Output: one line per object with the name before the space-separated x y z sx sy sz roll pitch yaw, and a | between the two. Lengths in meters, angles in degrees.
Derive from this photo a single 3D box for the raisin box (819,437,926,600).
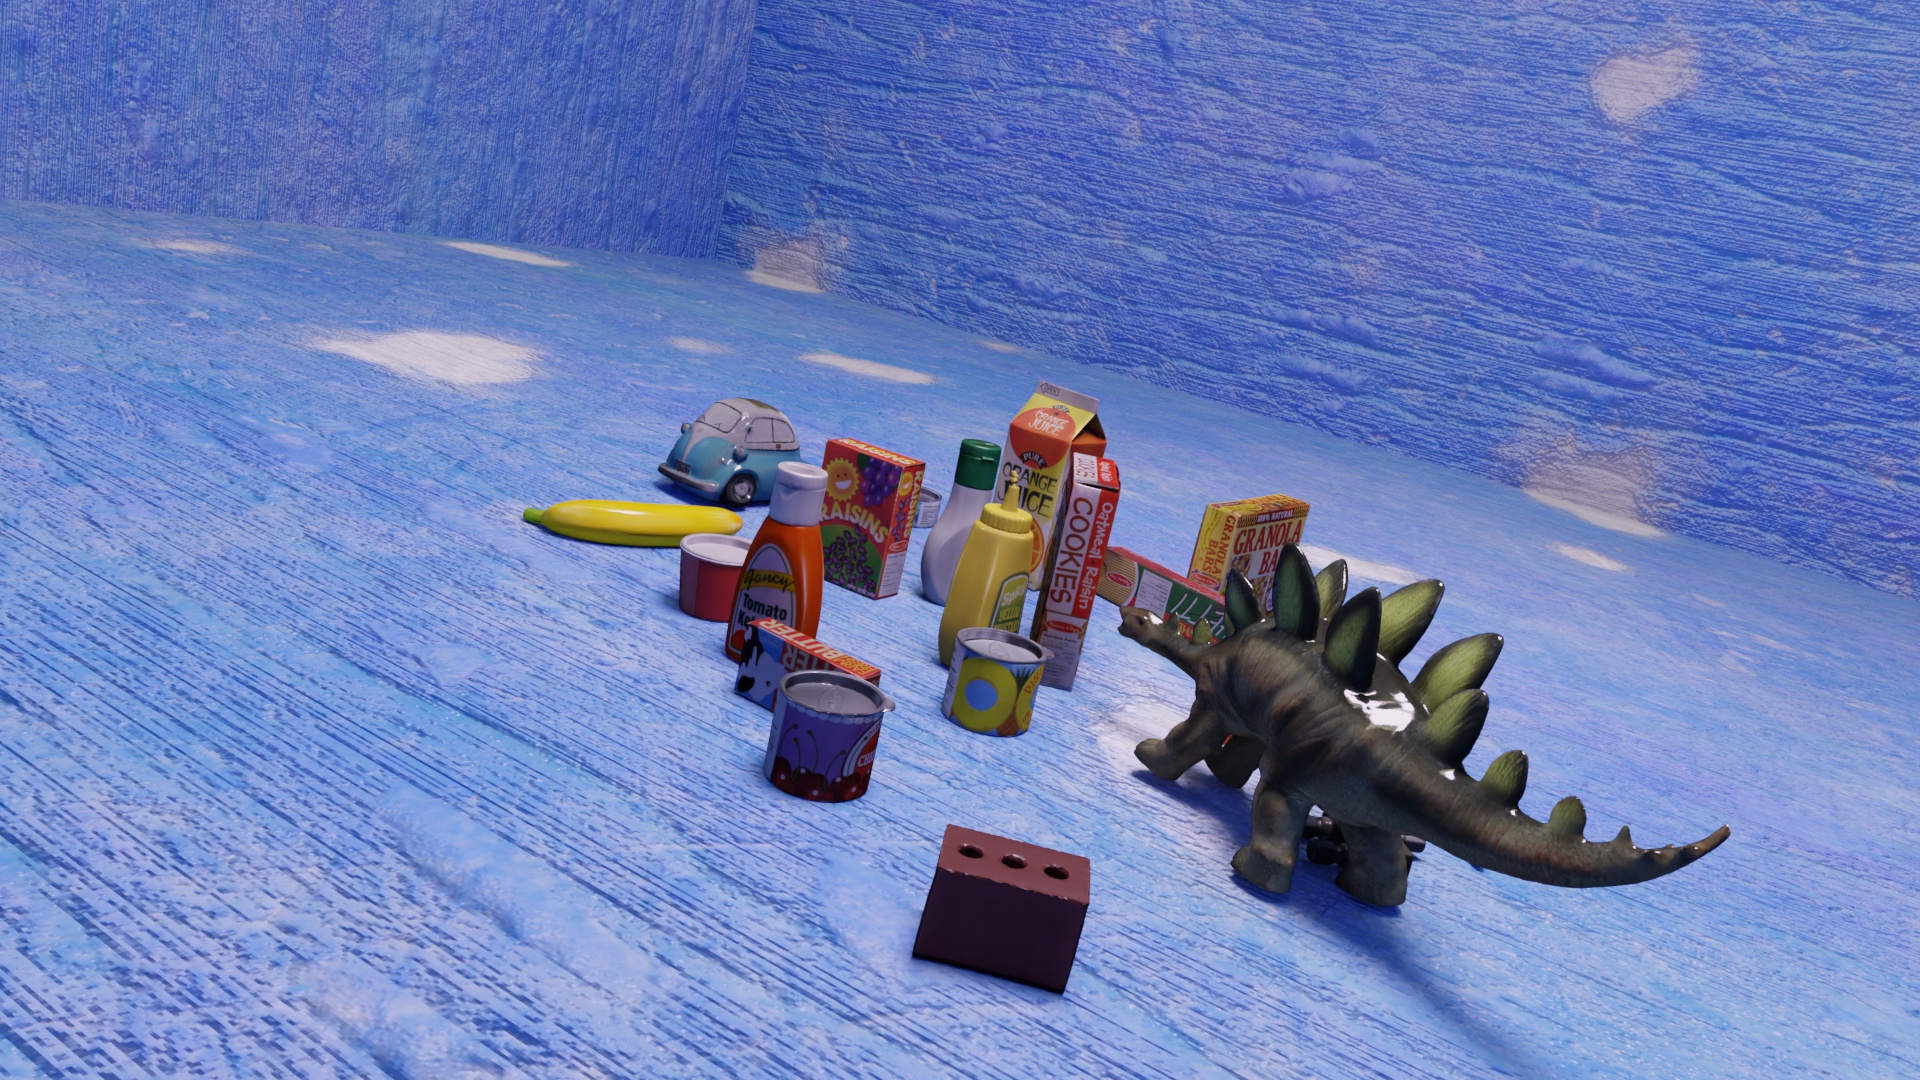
raisin box | -0.085 -0.020 1.223 0.086 0.123 0.040 20 16 28

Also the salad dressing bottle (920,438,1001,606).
salad dressing bottle | 0.004 -0.015 1.232 0.064 0.147 0.044 6 15 -24

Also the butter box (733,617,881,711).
butter box | -0.102 0.094 0.922 0.103 0.053 0.024 21 16 30

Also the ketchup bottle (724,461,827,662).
ketchup bottle | -0.126 0.019 0.992 0.065 0.148 0.044 18 15 20

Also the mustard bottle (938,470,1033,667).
mustard bottle | 0.026 0.024 1.077 0.049 0.159 0.065 21 16 31

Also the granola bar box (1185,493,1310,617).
granola bar box | 0.279 0.021 1.368 0.039 0.123 0.166 22 17 33

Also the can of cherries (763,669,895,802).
can of cherries | -0.079 0.118 0.838 0.071 0.058 0.072 12 14 -3

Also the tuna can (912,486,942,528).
tuna can | -0.057 -0.039 1.495 0.071 0.032 0.071 12 15 -3

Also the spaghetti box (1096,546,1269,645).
spaghetti box | 0.219 0.069 1.286 0.029 0.050 0.250 0 19 -40

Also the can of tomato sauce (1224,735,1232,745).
can of tomato sauce | 0.234 0.118 1.051 0.071 0.083 0.071 12 14 -3

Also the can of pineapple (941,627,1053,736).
can of pineapple | 0.025 0.101 0.991 0.071 0.057 0.071 12 14 -3

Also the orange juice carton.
orange juice carton | 0.084 -0.055 1.356 0.072 0.192 0.073 22 17 32

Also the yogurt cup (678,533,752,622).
yogurt cup | -0.189 0.030 1.087 0.072 0.053 0.072 12 14 -3

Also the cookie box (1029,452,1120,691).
cookie box | 0.092 0.022 1.127 0.040 0.167 0.123 13 14 1
